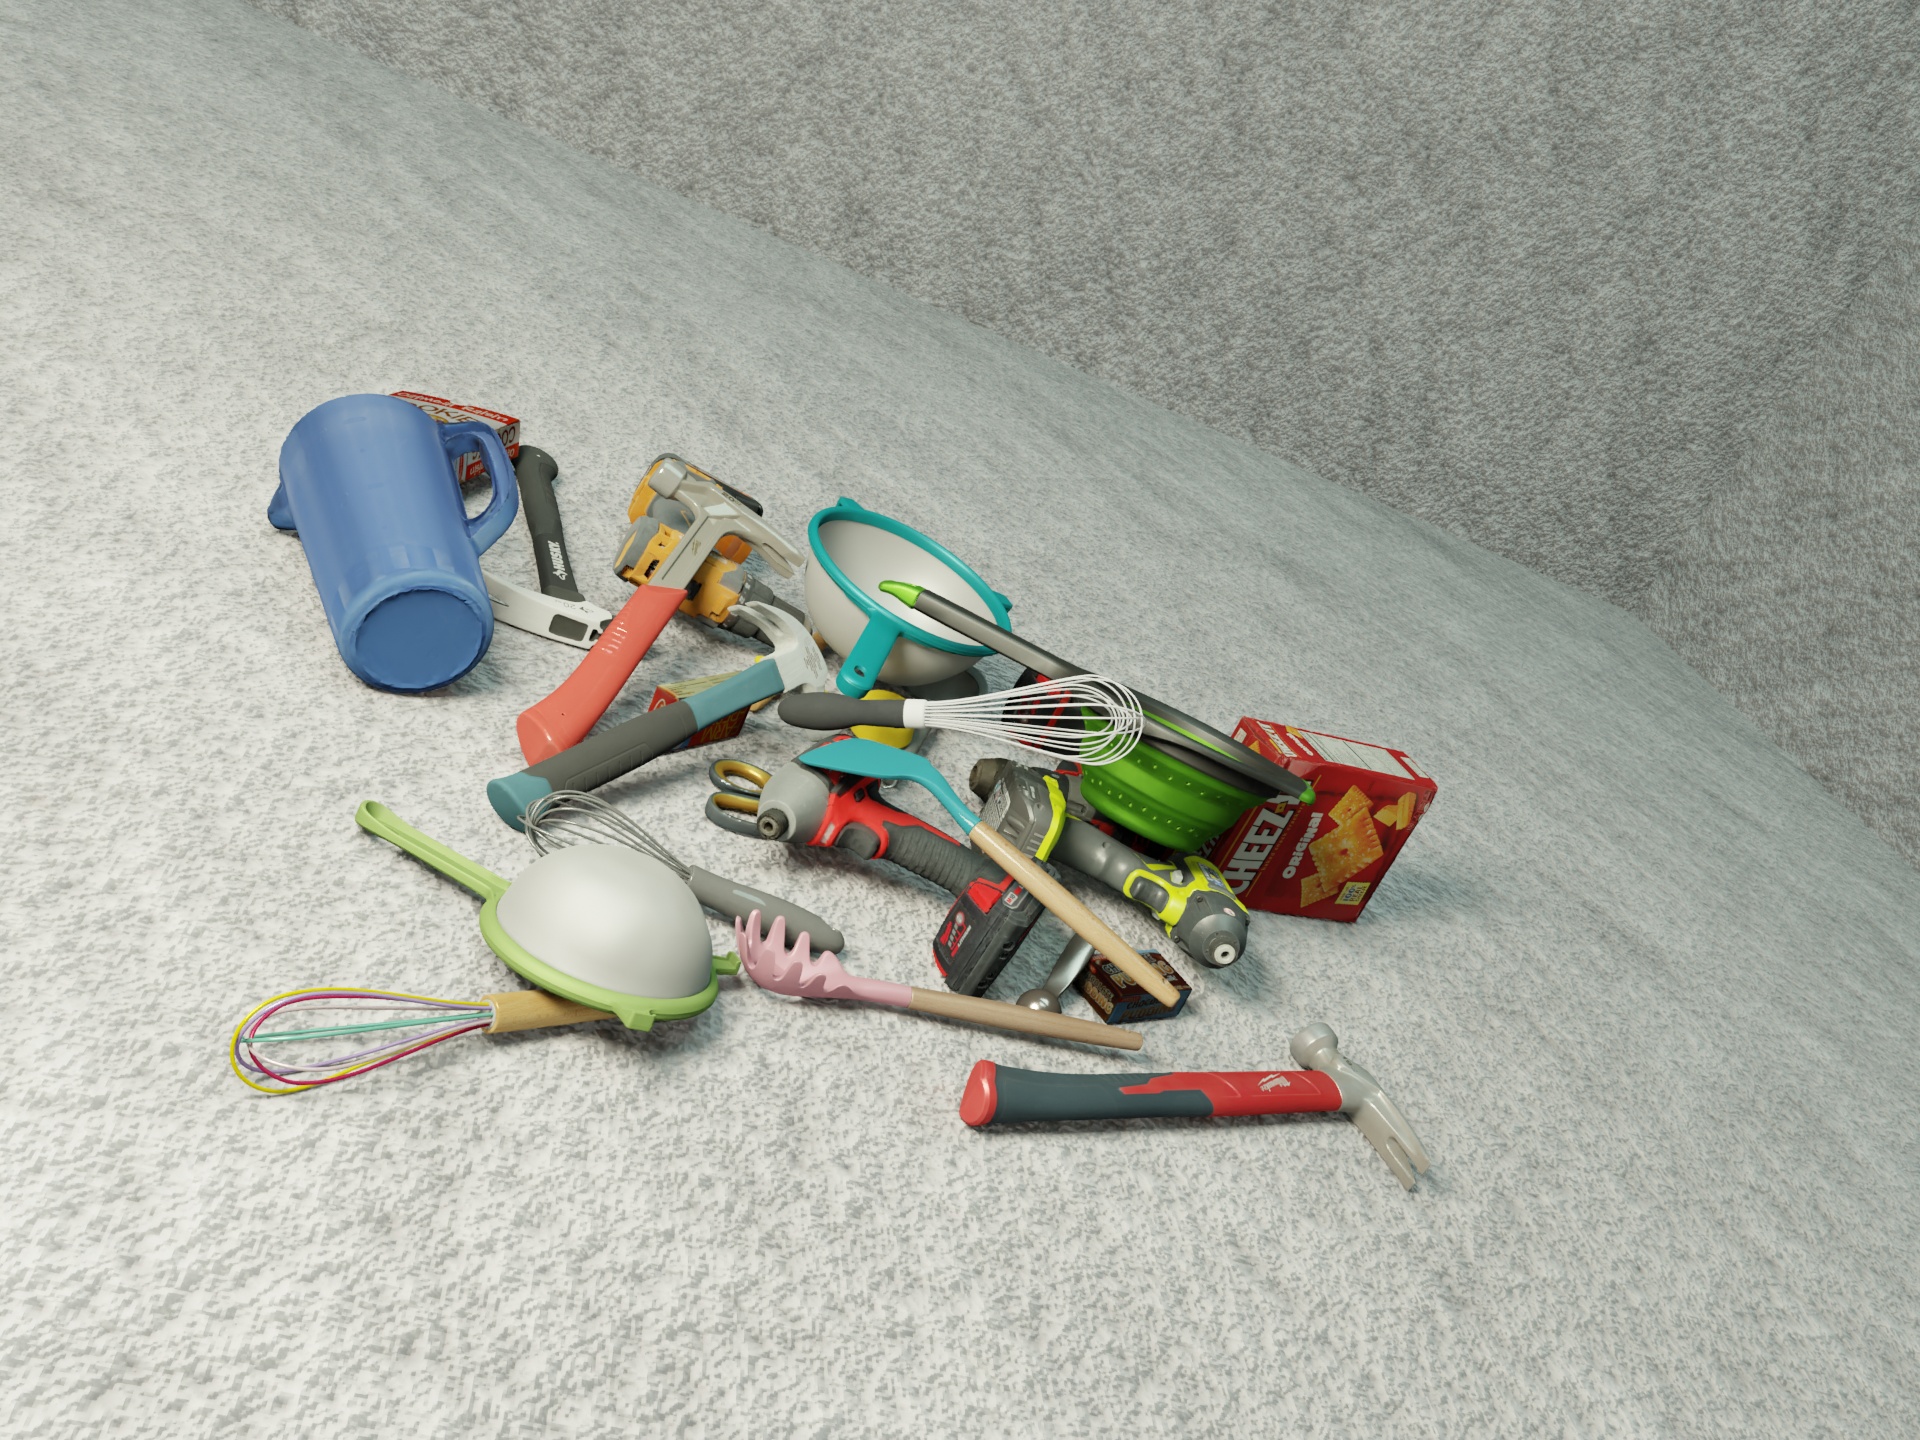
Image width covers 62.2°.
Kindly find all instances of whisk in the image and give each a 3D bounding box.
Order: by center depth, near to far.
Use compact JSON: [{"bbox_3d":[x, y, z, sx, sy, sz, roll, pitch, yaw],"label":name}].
[{"bbox_3d":[-0.278,0.166,0.868,0.244,0.051,0.047,4,68,-50],"label":"whisk"},{"bbox_3d":[-0.183,0.108,1.065,0.238,0.055,0.055,26,23,-19],"label":"whisk"},{"bbox_3d":[-0.002,-0.004,1.203,0.284,0.070,0.070,2,22,11],"label":"whisk"}]

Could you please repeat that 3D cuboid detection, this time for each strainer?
[{"bbox_3d":[-0.253,0.091,0.968,0.256,0.069,0.151,27,10,10],"label":"strainer"},{"bbox_3d":[-0.075,-0.070,1.400,0.211,0.095,0.340,32,27,-5],"label":"strainer"},{"bbox_3d":[-0.034,0.001,1.443,0.087,0.050,0.258,16,29,7],"label":"strainer"}]

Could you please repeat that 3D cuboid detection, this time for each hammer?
[{"bbox_3d":[0.167,0.273,1.111,0.386,0.038,0.143,8,32,-37],"label":"hammer"},{"bbox_3d":[-0.211,0.004,1.176,0.033,0.128,0.331,-9,14,38],"label":"hammer"},{"bbox_3d":[-0.244,-0.076,1.264,0.149,0.036,0.359,36,39,-12],"label":"hammer"},{"bbox_3d":[-0.376,-0.167,1.426,0.146,0.035,0.335,14,27,-29],"label":"hammer"}]

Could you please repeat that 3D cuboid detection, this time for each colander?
[{"bbox_3d":[0.093,0.007,1.313,0.397,0.094,0.204,28,9,8],"label":"colander"}]

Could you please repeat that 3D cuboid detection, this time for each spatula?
[{"bbox_3d":[0.025,0.101,1.131,0.318,0.044,0.082,40,25,15],"label":"spatula"}]

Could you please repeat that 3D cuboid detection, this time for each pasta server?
[{"bbox_3d":[-0.009,0.187,1.087,0.316,0.040,0.060,15,16,-22],"label":"pasta server"}]

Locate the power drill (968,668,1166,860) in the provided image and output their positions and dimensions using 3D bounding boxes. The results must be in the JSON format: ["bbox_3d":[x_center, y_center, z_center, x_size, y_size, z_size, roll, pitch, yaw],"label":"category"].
[{"bbox_3d":[0.090,0.035,1.465,0.187,0.080,0.227,20,28,-16],"label":"power drill"}]

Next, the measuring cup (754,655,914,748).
[{"bbox_3d":[-0.108,-0.026,1.378,0.156,0.029,0.062,29,33,8],"label":"measuring cup"}]

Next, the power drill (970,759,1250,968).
[{"bbox_3d":[0.126,0.124,1.292,0.223,0.080,0.171,25,11,-9],"label":"power drill"}]

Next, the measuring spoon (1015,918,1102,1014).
[{"bbox_3d":[0.078,0.181,1.177,0.034,0.018,0.124,25,42,17],"label":"measuring spoon"}]

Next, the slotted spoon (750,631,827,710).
[{"bbox_3d":[-0.136,-0.068,1.490,0.070,0.031,0.314,25,25,5],"label":"slotted spoon"}]

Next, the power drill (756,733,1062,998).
[{"bbox_3d":[-0.046,0.100,1.170,0.220,0.078,0.143,34,25,8],"label":"power drill"}]

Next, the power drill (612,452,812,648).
[{"bbox_3d":[-0.225,-0.150,1.473,0.185,0.084,0.226,28,20,-21],"label":"power drill"}]
